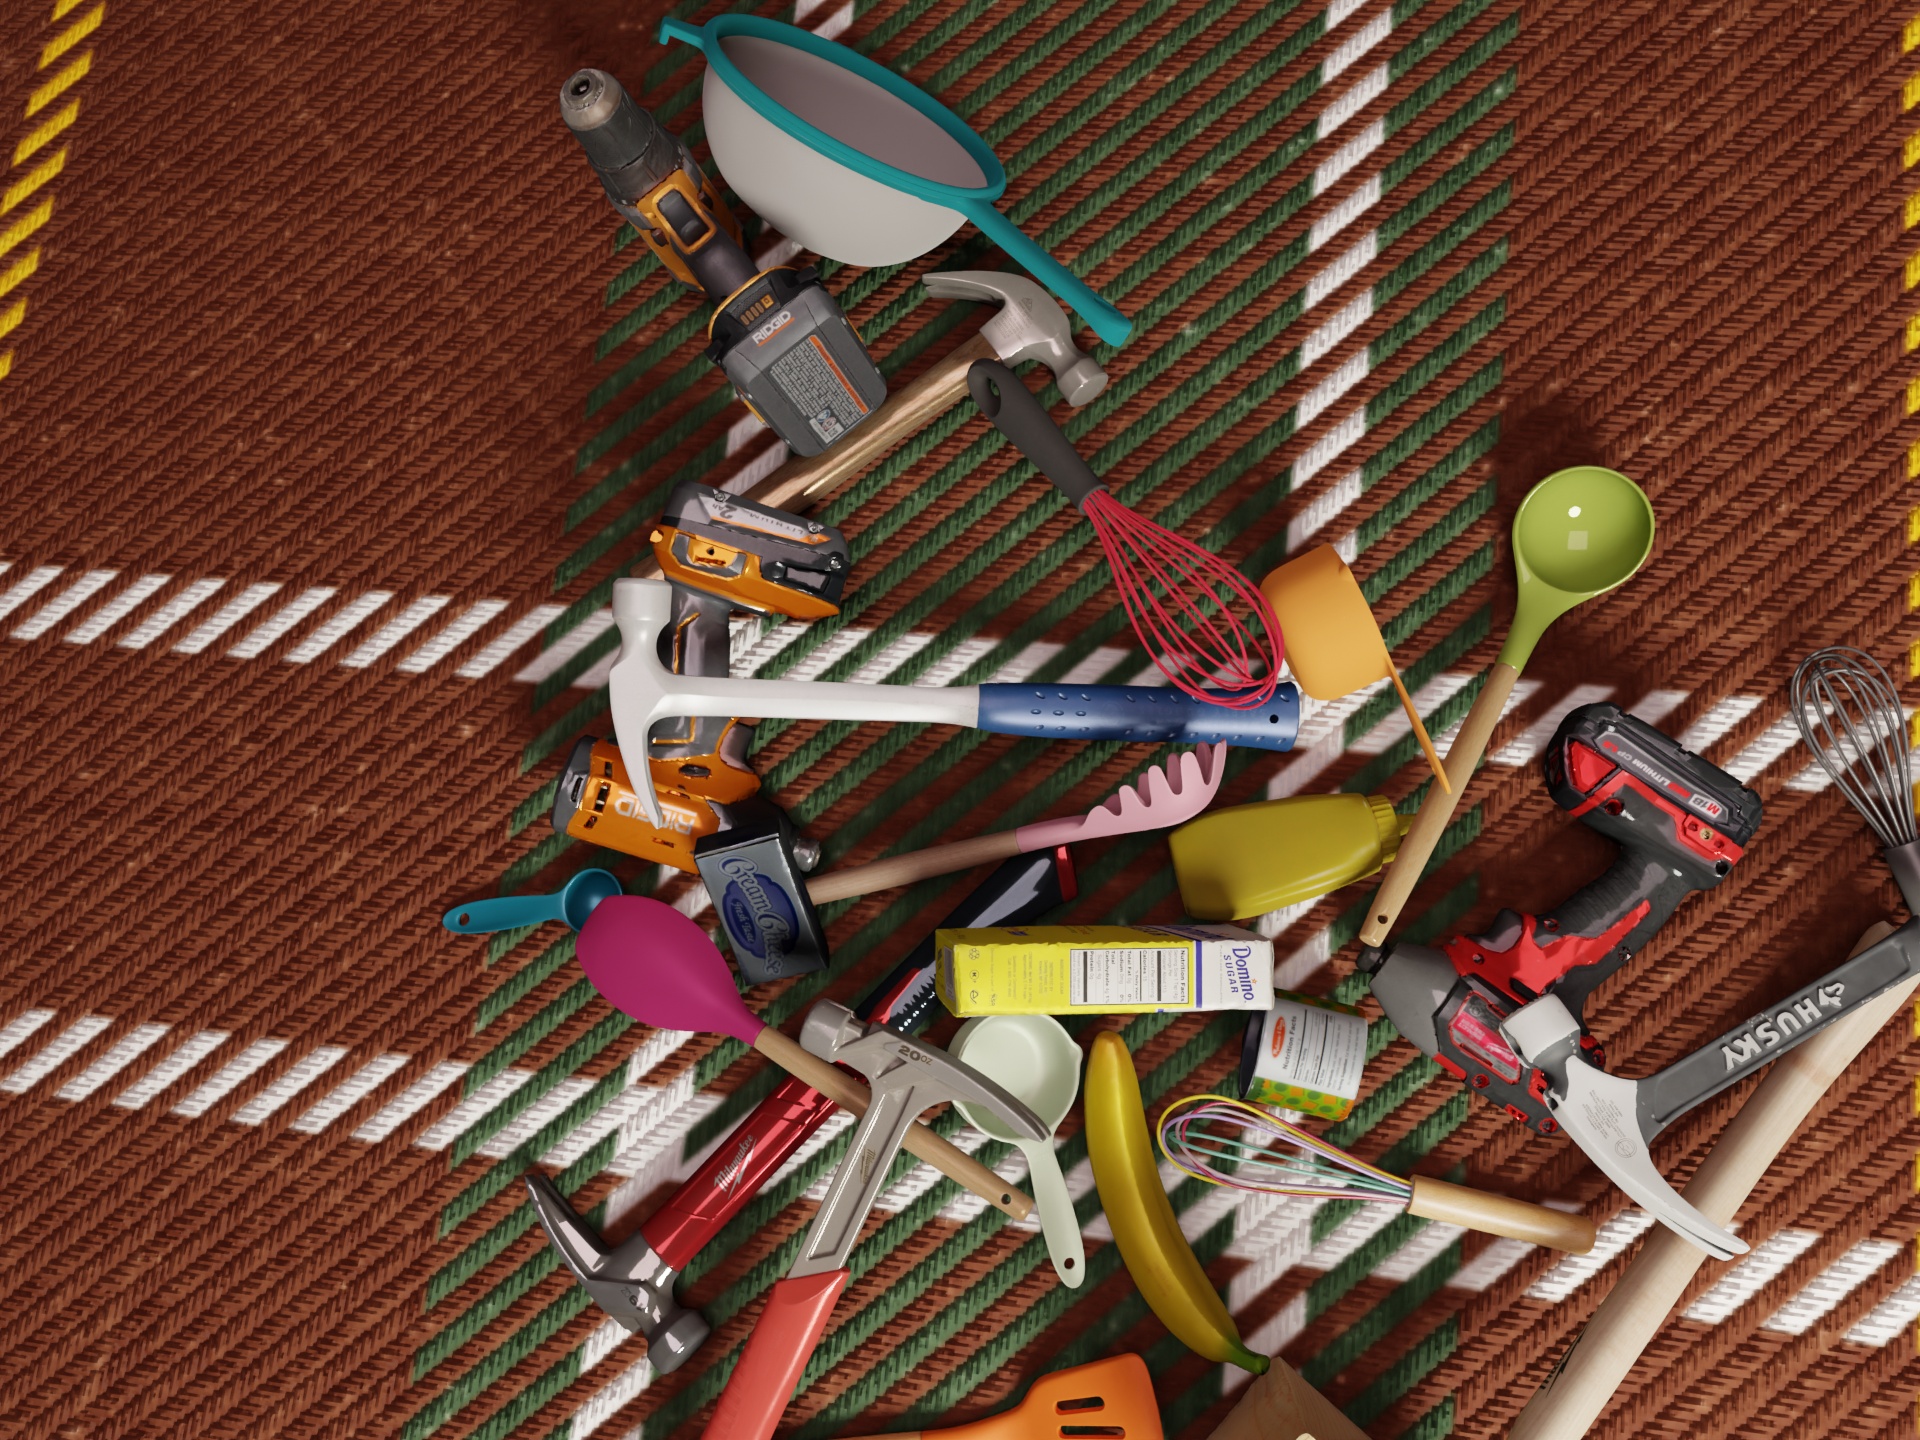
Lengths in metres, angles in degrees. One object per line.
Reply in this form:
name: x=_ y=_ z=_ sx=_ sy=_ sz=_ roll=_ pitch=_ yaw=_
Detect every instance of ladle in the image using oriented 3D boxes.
ladle: x=0.308 y=-0.012 z=0.916 sx=0.078 sy=0.062 sz=0.320 roll=29 pitch=74 yaw=9

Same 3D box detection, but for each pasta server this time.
pasta server: x=0.008 y=0.070 z=0.941 sx=0.316 sy=0.060 sz=0.040 roll=-16 pitch=91 yaw=19

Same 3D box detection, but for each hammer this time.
hammer: x=-0.074 y=-0.180 z=1.043 sx=0.331 sy=0.031 sz=0.130 roll=-34 pitch=75 yaw=-1
hammer: x=-0.089 y=0.345 z=0.879 sx=0.149 sy=0.036 sz=0.359 roll=26 pitch=91 yaw=16
hammer: x=-0.083 y=0.196 z=0.953 sx=0.386 sy=0.038 sz=0.143 roll=-45 pitch=74 yaw=-4
hammer: x=0.385 y=0.270 z=0.847 sx=0.038 sy=0.146 sz=0.411 roll=41 pitch=75 yaw=14
hammer: x=-0.001 y=-0.003 z=0.939 sx=0.405 sy=0.035 sz=0.144 roll=2 pitch=92 yaw=-6
hammer: x=0.492 y=0.129 z=0.830 sx=0.409 sy=0.036 sz=0.149 roll=-25 pitch=64 yaw=-10

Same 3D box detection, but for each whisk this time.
whisk: x=0.231 y=0.257 z=0.892 sx=0.245 sy=0.051 sz=0.047 roll=12 pitch=75 yaw=7
whisk: x=0.534 y=0.070 z=0.893 sx=0.055 sy=0.055 sz=0.239 roll=-21 pitch=79 yaw=3
whisk: x=0.092 y=-0.120 z=0.953 sx=0.073 sy=0.073 sz=0.296 roll=-37 pitch=66 yaw=-2

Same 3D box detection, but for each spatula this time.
spatula: x=-0.046 y=0.413 z=0.894 sx=0.322 sy=0.041 sz=0.081 roll=-10 pitch=81 yaw=7

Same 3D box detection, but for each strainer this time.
strainer: x=-0.038 y=-0.317 z=1.013 sx=0.340 sy=0.211 sz=0.095 roll=43 pitch=123 yaw=15

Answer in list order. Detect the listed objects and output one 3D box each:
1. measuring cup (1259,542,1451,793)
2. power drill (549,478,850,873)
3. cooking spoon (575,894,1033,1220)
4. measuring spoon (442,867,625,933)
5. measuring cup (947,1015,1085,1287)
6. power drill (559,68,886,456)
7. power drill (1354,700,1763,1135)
measuring cup: x=0.225 y=-0.021 z=0.922 sx=0.052 sy=0.095 sz=0.174 roll=-24 pitch=58 yaw=8
power drill: x=-0.140 y=-0.017 z=0.980 sx=0.164 sy=0.084 sz=0.226 roll=18 pitch=87 yaw=-5
cooking spoon: x=-0.095 y=0.197 z=0.925 sx=0.319 sy=0.017 sz=0.069 roll=29 pitch=85 yaw=16
measuring spoon: x=-0.268 y=0.121 z=1.011 sx=0.128 sy=0.021 sz=0.042 roll=-9 pitch=76 yaw=15
measuring cup: x=0.040 y=0.247 z=0.927 sx=0.083 sy=0.038 sz=0.167 roll=-17 pitch=93 yaw=-19
power drill: x=-0.154 y=-0.289 z=0.986 sx=0.084 sy=0.185 sz=0.226 roll=-38 pitch=65 yaw=3
power drill: x=0.333 y=0.106 z=0.899 sx=0.143 sy=0.078 sz=0.219 roll=35 pitch=86 yaw=14
